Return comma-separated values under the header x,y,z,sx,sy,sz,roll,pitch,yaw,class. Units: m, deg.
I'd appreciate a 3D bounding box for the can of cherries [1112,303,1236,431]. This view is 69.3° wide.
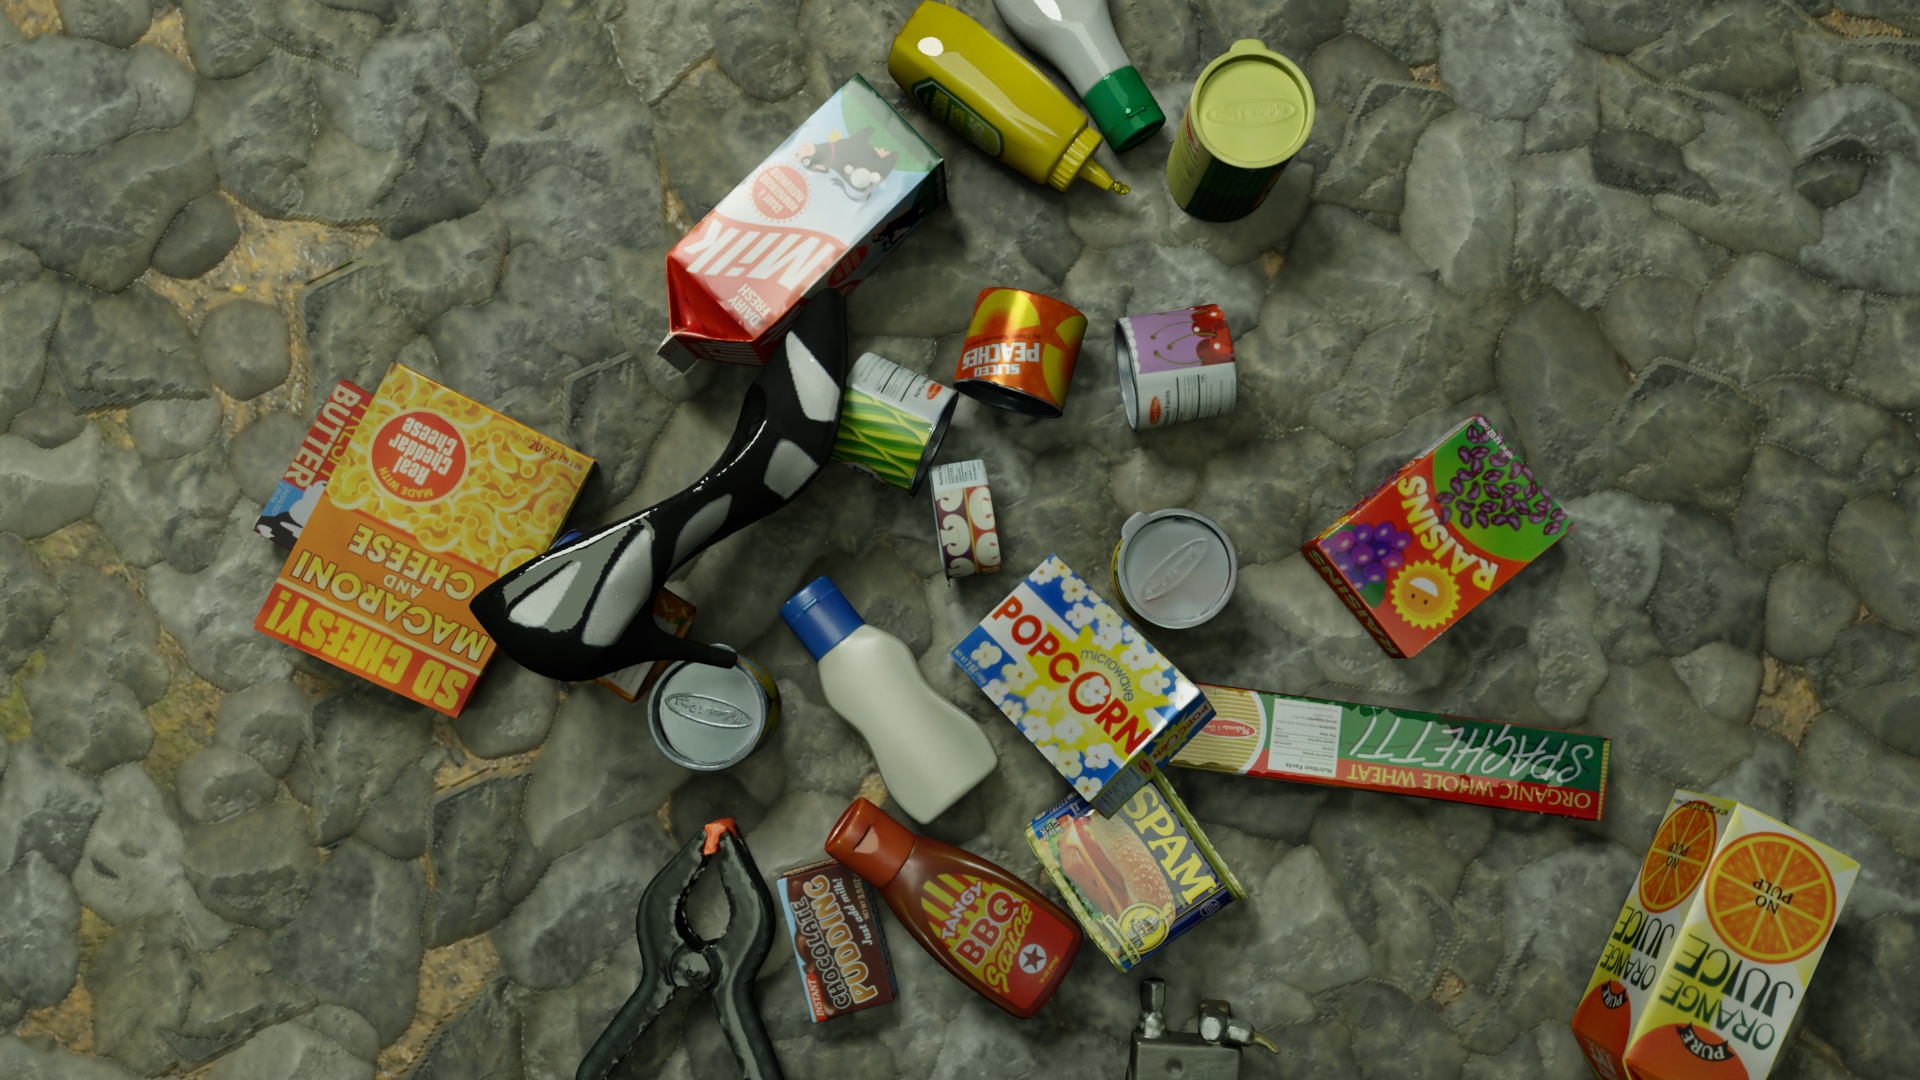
x,y,z,sx,sy,sz,roll,pitch,yaw,class
0.122,-0.102,0.797,0.058,0.071,0.071,-10,86,1,can of cherries

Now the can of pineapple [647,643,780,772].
x,y,z,sx,sy,sz,roll,pitch,yaw,class
-0.137,0.094,0.790,0.071,0.058,0.071,0,86,1,can of pineapple

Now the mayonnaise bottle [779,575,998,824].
x,y,z,sx,sy,sz,roll,pitch,yaw,class
-0.045,0.088,0.798,0.065,0.041,0.148,-38,85,-5,mayonnaise bottle

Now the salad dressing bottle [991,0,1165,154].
x,y,z,sx,sy,sz,roll,pitch,yaw,class
0.069,-0.301,0.826,0.064,0.044,0.147,-31,87,-3,salad dressing bottle

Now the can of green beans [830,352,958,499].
x,y,z,sx,sy,sz,roll,pitch,yaw,class
-0.041,-0.067,0.797,0.058,0.071,0.071,24,87,4,can of green beans

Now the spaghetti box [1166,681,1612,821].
x,y,z,sx,sy,sz,roll,pitch,yaw,class
0.240,0.120,0.795,0.250,0.028,0.050,7,86,2,spaghetti box

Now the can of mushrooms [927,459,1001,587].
x,y,z,sx,sy,sz,roll,pitch,yaw,class
0.003,-0.010,0.792,0.033,0.071,0.071,-9,86,0,can of mushrooms

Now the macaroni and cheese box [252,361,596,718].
x,y,z,sx,sy,sz,roll,pitch,yaw,class
-0.303,0.000,0.798,0.124,0.040,0.166,27,87,-11,macaroni and cheese box

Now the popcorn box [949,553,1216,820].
x,y,z,sx,sy,sz,roll,pitch,yaw,class
0.066,0.078,0.770,0.085,0.038,0.127,-43,57,-3,popcorn box

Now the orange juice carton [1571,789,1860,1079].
x,y,z,sx,sy,sz,roll,pitch,yaw,class
0.402,0.241,0.760,0.073,0.072,0.193,26,86,4,orange juice carton

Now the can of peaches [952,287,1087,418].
x,y,z,sx,sy,sz,roll,pitch,yaw,class
0.034,-0.108,0.796,0.071,0.071,0.058,16,85,2,can of peaches

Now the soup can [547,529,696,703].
x,y,z,sx,sy,sz,roll,pitch,yaw,class
-0.202,0.043,0.791,0.084,0.071,0.071,33,87,-1,soup can

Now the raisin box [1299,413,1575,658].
x,y,z,sx,sy,sz,roll,pitch,yaw,class
0.273,-0.002,0.799,0.123,0.040,0.086,-38,87,-3,raisin box

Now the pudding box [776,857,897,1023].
x,y,z,sx,sy,sz,roll,pitch,yaw,class
-0.070,0.225,0.792,0.050,0.030,0.083,-15,85,1,pudding box

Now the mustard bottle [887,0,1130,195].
x,y,z,sx,sy,sz,roll,pitch,yaw,class
0.032,-0.248,0.812,0.160,0.065,0.049,36,83,0,mustard bottle

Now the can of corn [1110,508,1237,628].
x,y,z,sx,sy,sz,roll,pitch,yaw,class
0.118,0.015,0.791,0.071,0.058,0.071,0,86,1,can of corn

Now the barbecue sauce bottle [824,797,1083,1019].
x,y,z,sx,sy,sz,roll,pitch,yaw,class
-0.006,0.200,0.773,0.148,0.043,0.065,37,78,-7,barbecue sauce bottle

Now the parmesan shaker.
x,y,z,sx,sy,sz,roll,pitch,yaw,class
0.156,-0.229,0.787,0.071,0.103,0.071,0,86,1,parmesan shaker

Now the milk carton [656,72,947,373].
x,y,z,sx,sy,sz,roll,pitch,yaw,class
-0.100,-0.169,0.803,0.190,0.072,0.073,-44,86,-2,milk carton

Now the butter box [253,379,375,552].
x,y,z,sx,sy,sz,roll,pitch,yaw,class
-0.366,-0.038,0.822,0.053,0.024,0.103,28,87,3,butter box
